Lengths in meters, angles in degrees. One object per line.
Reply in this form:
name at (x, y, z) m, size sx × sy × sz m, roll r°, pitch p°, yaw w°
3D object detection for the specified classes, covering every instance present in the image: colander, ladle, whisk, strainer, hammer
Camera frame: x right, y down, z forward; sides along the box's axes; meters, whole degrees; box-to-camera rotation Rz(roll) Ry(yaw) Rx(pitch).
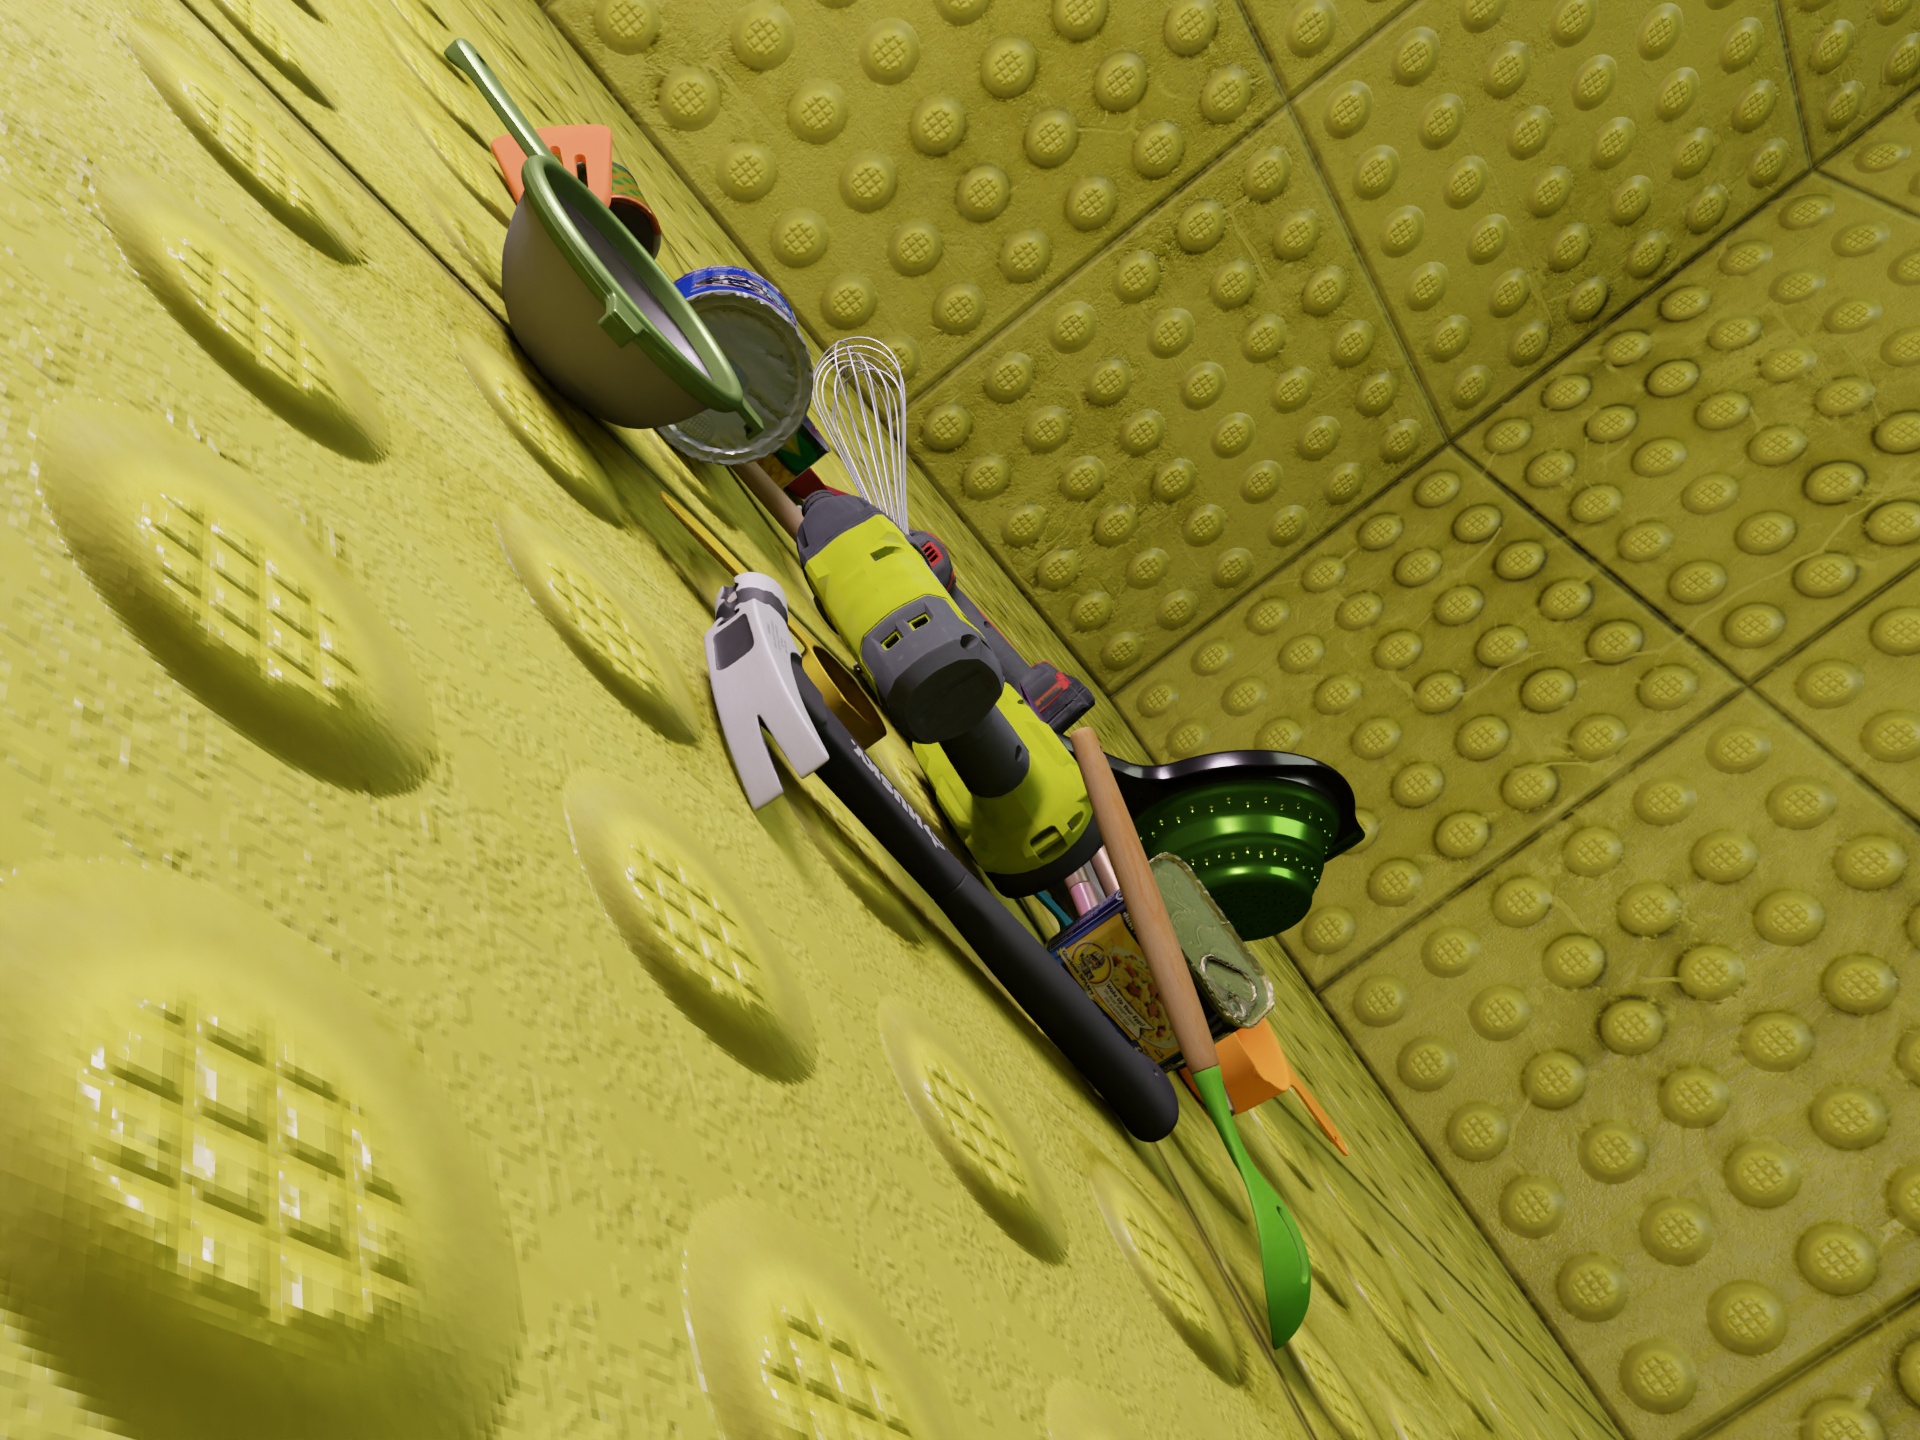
colander at (0.156, 0.089, 1.235) m, size 0.396 × 0.204 × 0.095 m, roll 22°, pitch 49°, yaw -31°
ladle at (-0.090, -0.186, 1.378) m, size 0.069 × 0.031 × 0.315 m, roll 45°, pitch 10°, yaw 17°
whisk at (-0.052, -0.142, 1.151) m, size 0.070 × 0.070 × 0.285 m, roll 18°, pitch 58°, yaw -78°
strainer at (-0.209, -0.236, 0.795) m, size 0.256 × 0.069 × 0.151 m, roll 54°, pitch 9°, yaw 17°
hammer at (0.003, 0.084, 0.713) m, size 0.334 × 0.035 × 0.146 m, roll 50°, pitch 10°, yaw -27°

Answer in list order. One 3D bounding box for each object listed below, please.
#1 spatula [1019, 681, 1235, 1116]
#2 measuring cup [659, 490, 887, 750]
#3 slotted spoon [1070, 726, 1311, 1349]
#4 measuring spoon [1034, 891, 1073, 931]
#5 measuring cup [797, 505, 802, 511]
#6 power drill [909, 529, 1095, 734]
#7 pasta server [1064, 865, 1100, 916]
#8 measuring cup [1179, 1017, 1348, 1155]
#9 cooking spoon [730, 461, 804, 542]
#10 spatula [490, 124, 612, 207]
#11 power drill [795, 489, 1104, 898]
spatula at (0.094, 0.099, 0.966) m, size 0.059 × 0.018 × 0.316 m, roll 63°, pitch 3°, yaw -56°
measuring cup at (-0.096, -0.043, 0.757) m, size 0.156 × 0.029 × 0.062 m, roll 47°, pitch 7°, yaw -11°
slotted spoon at (0.113, 0.148, 0.789) m, size 0.070 × 0.031 × 0.314 m, roll 43°, pitch 27°, yaw -73°
measuring spoon at (0.043, 0.113, 0.951) m, size 0.129 × 0.021 × 0.042 m, roll 46°, pitch 9°, yaw 22°
measuring cup at (-0.062, -0.102, 1.199) m, size 0.167 × 0.038 × 0.083 m, roll 55°, pitch 7°, yaw 0°
power drill at (0.011, -0.079, 1.431) m, size 0.226 × 0.080 × 0.188 m, roll 48°, pitch 1°, yaw -6°
pasta server at (0.073, 0.080, 1.020) m, size 0.060 × 0.040 × 0.317 m, roll 20°, pitch 39°, yaw -48°
measuring cup at (0.200, 0.250, 1.081) m, size 0.173 × 0.052 × 0.095 m, roll 51°, pitch 19°, yaw -21°
cooking spoon at (-0.058, -0.074, 1.061) m, size 0.319 × 0.068 × 0.017 m, roll 48°, pitch 35°, yaw 10°
spatula at (-0.232, -0.282, 0.967) m, size 0.323 × 0.081 × 0.041 m, roll -114°, pitch -163°, yaw -46°
power drill at (-0.008, -0.016, 0.845) m, size 0.171 × 0.080 × 0.223 m, roll 56°, pitch 0°, yaw 42°
